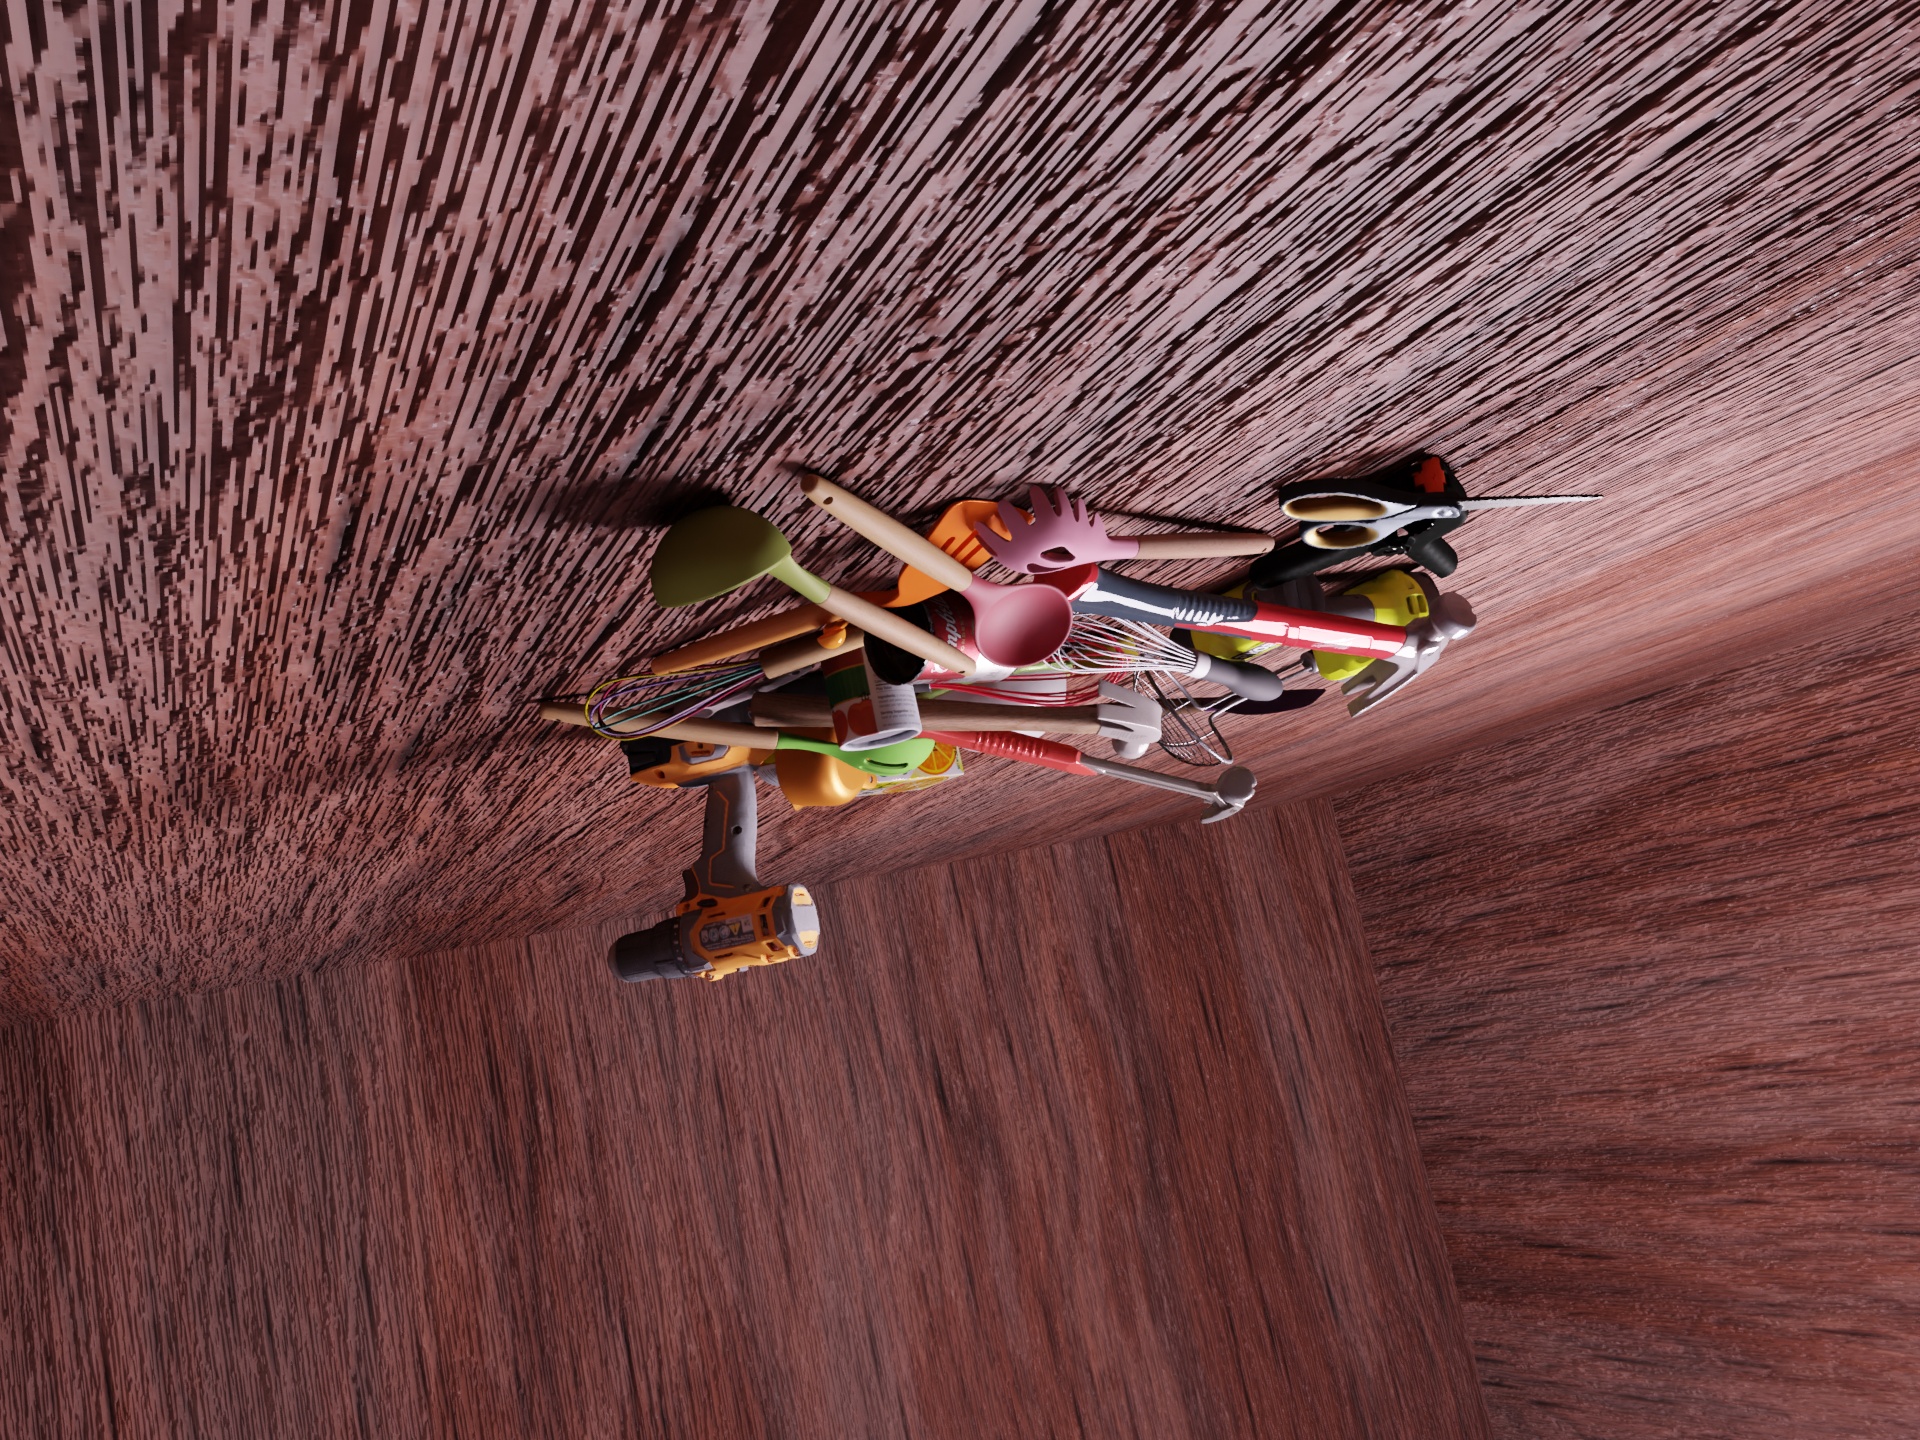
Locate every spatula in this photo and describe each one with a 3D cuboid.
[{"bbox_3d":[0.230,-0.014,1.645,0.316,0.018,0.060,-3,-157,44],"label":"spatula"},{"bbox_3d":[-0.096,-0.079,1.054,0.322,0.041,0.081,-14,170,37],"label":"spatula"}]

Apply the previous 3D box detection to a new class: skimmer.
[{"bbox_3d":[0.305,-0.052,1.508,0.363,0.127,0.090,-23,157,-32],"label":"skimmer"}]

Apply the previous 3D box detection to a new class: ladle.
[{"bbox_3d":[-0.070,-0.058,0.957,0.078,0.062,0.320,-11,162,27],"label":"ladle"},{"bbox_3d":[-0.011,-0.091,0.961,0.069,0.031,0.315,-42,154,12],"label":"ladle"}]

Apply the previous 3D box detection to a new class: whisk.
[{"bbox_3d":[0.165,-0.053,1.264,0.284,0.070,0.070,13,156,-39],"label":"whisk"},{"bbox_3d":[-0.006,-0.038,1.316,0.296,0.073,0.073,-6,171,3],"label":"whisk"},{"bbox_3d":[-0.165,-0.036,1.167,0.245,0.047,0.051,-18,-179,10],"label":"whisk"}]

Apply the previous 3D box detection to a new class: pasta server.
[{"bbox_3d":[0.124,-0.122,1.058,0.060,0.040,0.316,-37,162,36],"label":"pasta server"}]

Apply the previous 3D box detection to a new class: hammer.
[{"bbox_3d":[-0.002,-0.004,1.279,0.331,0.031,0.130,2,165,-2],"label":"hammer"},{"bbox_3d":[0.214,-0.068,1.219,0.386,0.038,0.143,6,146,-31],"label":"hammer"},{"bbox_3d":[0.076,0.031,1.425,0.359,0.037,0.149,13,168,-4],"label":"hammer"}]

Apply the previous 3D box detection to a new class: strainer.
[{"bbox_3d":[-0.013,0.003,1.484,0.256,0.069,0.151,-12,171,-10],"label":"strainer"}]

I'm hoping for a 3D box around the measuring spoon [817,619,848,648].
[{"bbox_3d":[-0.083,-0.061,1.089,0.021,0.011,0.117,-20,-170,4],"label":"measuring spoon"}]

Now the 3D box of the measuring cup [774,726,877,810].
[{"bbox_3d":[-0.096,0.038,1.385,0.052,0.095,0.173,-1,167,26],"label":"measuring cup"}]

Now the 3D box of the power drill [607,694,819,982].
[{"bbox_3d":[-0.227,0.108,1.348,0.185,0.226,0.084,-15,170,16],"label":"power drill"}]

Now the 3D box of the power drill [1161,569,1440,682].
[{"bbox_3d":[0.299,-0.081,1.394,0.223,0.080,0.171,-1,165,-34],"label":"power drill"}]

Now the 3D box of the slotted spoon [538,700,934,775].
[{"bbox_3d":[-0.171,0.013,1.250,0.313,0.031,0.070,8,162,-18],"label":"slotted spoon"}]

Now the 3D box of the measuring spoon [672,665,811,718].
[{"bbox_3d":[-0.178,-0.027,1.289,0.124,0.018,0.034,-21,165,10],"label":"measuring spoon"}]

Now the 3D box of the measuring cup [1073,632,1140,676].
[{"bbox_3d":[0.131,-0.062,1.456,0.062,0.029,0.156,-15,-178,5],"label":"measuring cup"}]
